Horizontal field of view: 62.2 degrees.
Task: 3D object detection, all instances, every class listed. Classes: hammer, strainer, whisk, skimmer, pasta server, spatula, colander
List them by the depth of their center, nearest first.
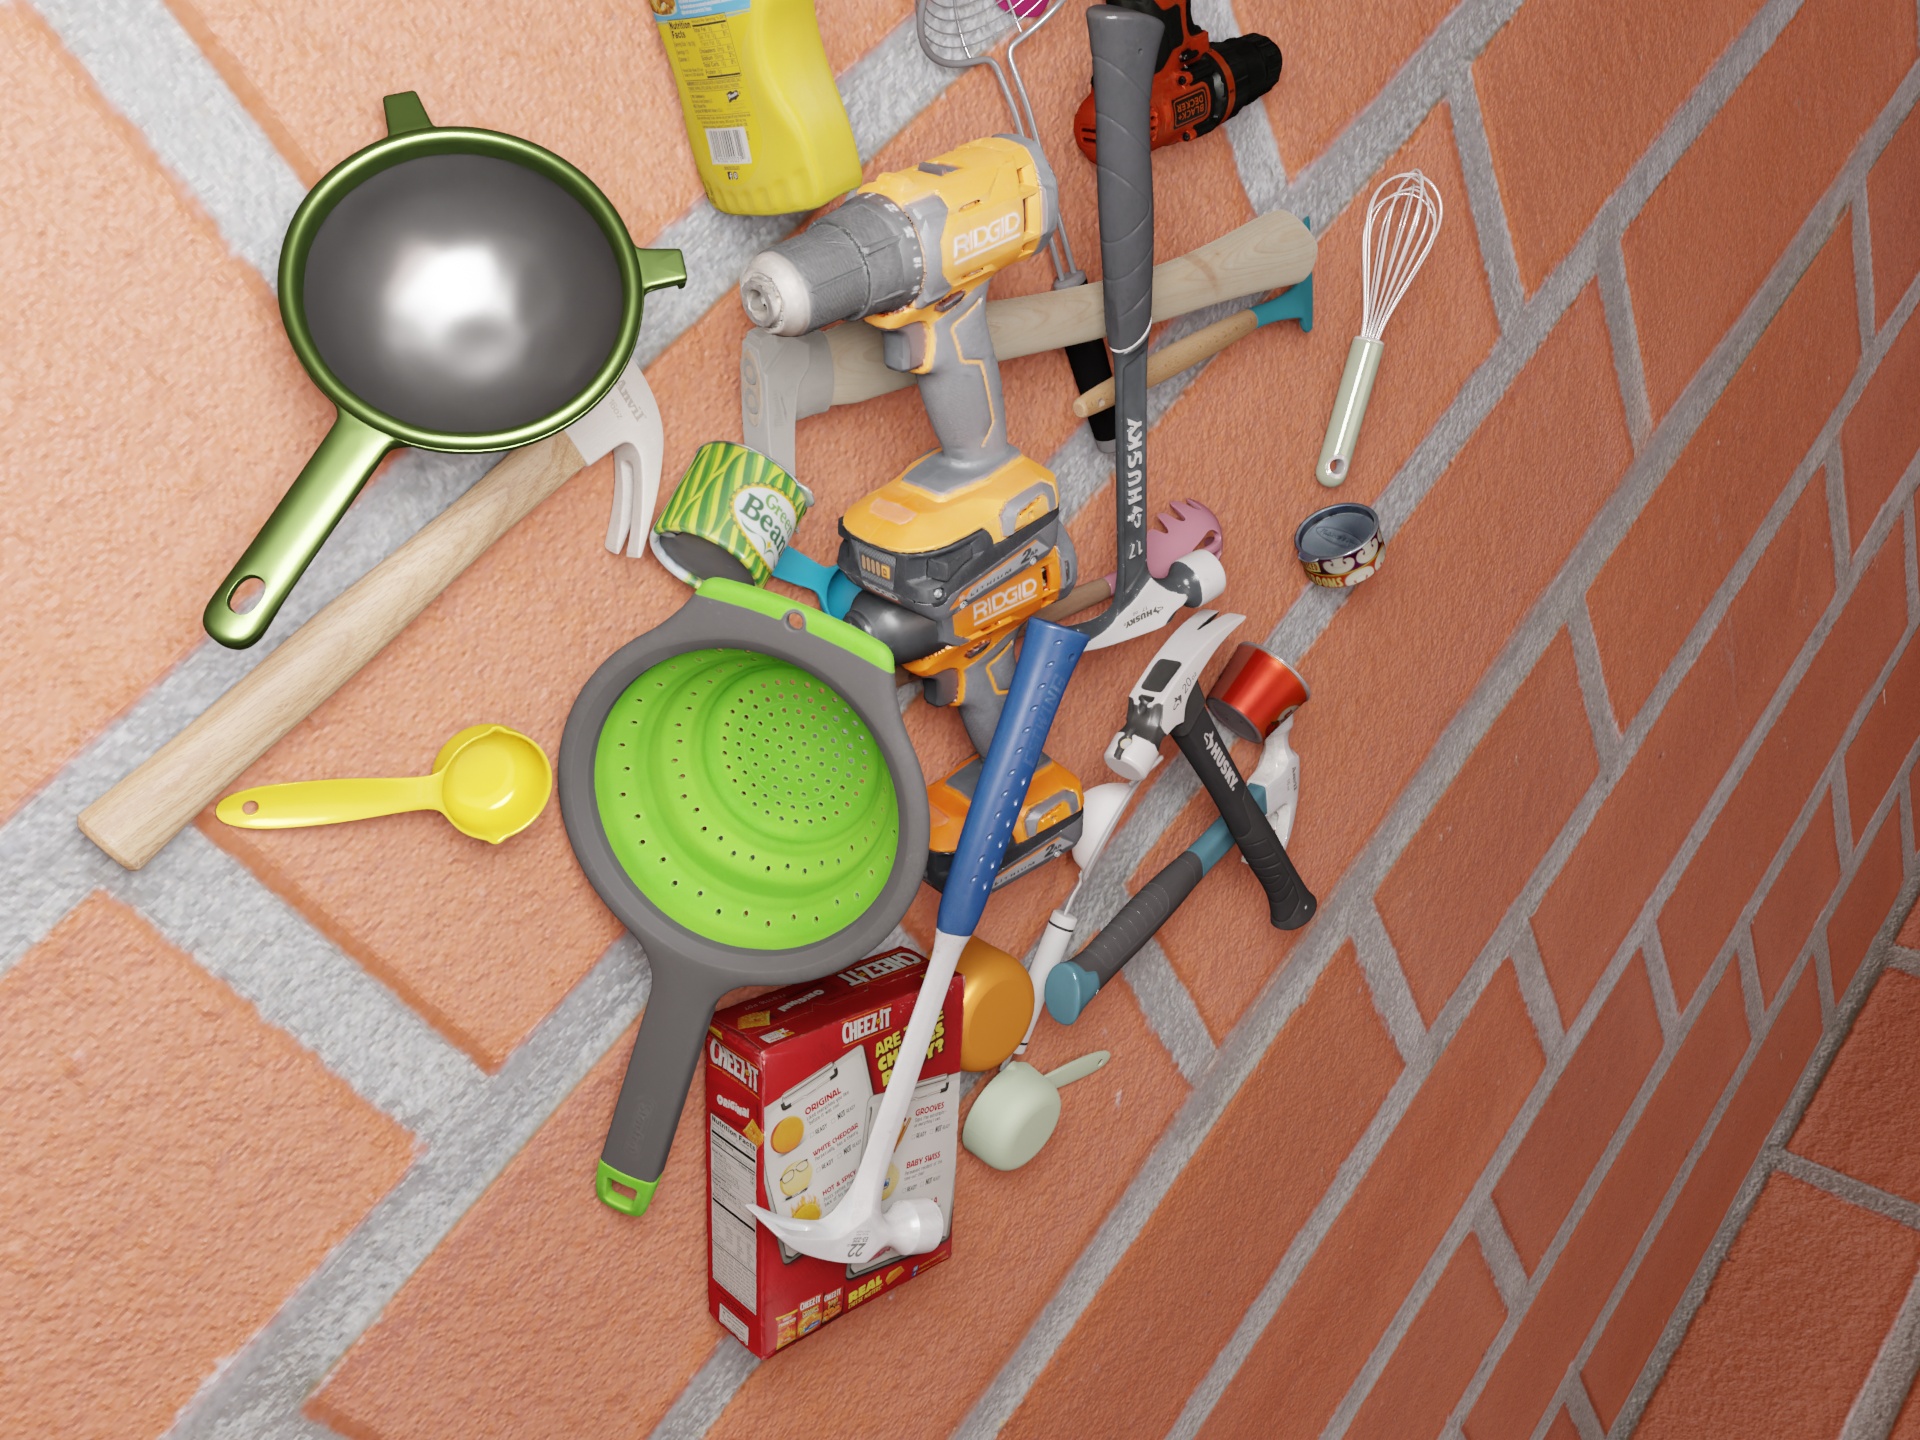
[{"bbox_3d":[-0.242,-0.135,0.694,0.151,0.069,0.256,30,76,-4],"label":"strainer"},{"bbox_3d":[-0.266,-0.057,0.749,0.331,0.031,0.129,-48,131,-21],"label":"hammer"},{"bbox_3d":[-0.130,0.103,0.892,0.094,0.204,0.397,-53,164,-67],"label":"colander"},{"bbox_3d":[0.065,-0.311,0.941,0.127,0.090,0.362,-33,127,-16],"label":"skimmer"},{"bbox_3d":[-0.011,0.135,0.941,0.144,0.035,0.405,12,99,-45],"label":"hammer"},{"bbox_3d":[0.096,-0.211,0.942,0.149,0.036,0.408,-28,135,-23],"label":"hammer"},{"bbox_3d":[0.055,-0.229,0.944,0.410,0.038,0.146,-21,131,-29],"label":"hammer"},{"bbox_3d":[0.072,-0.083,1.078,0.316,0.040,0.060,-25,120,-32],"label":"pasta server"},{"bbox_3d":[0.172,-0.264,1.082,0.317,0.044,0.082,-33,127,-37],"label":"spatula"},{"bbox_3d":[0.075,0.136,1.143,0.087,0.050,0.258,-11,123,-79],"label":"strainer"},{"bbox_3d":[0.208,0.058,1.184,0.146,0.035,0.334,-59,139,-20],"label":"hammer"},{"bbox_3d":[0.168,0.116,1.207,0.331,0.033,0.128,-38,129,-39],"label":"hammer"},{"bbox_3d":[0.318,-0.301,1.231,0.057,0.059,0.246,12,101,-9],"label":"whisk"}]

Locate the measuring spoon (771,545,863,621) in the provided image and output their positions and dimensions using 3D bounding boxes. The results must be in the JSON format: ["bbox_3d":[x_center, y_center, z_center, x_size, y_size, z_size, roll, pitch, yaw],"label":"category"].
[{"bbox_3d":[-0.100,-0.088,0.916,0.128,0.021,0.042,24,82,-37],"label":"measuring spoon"}]

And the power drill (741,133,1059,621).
[{"bbox_3d":[-0.025,-0.166,0.813,0.185,0.084,0.226,-35,136,-35],"label":"power drill"}]

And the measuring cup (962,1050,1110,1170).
[{"bbox_3d":[0.071,0.283,1.183,0.167,0.038,0.083,-12,125,-46],"label":"measuring cup"}]

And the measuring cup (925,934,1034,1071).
[{"bbox_3d":[0.015,0.157,1.081,0.095,0.052,0.173,-7,111,-43],"label":"measuring cup"}]

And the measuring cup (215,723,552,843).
[{"bbox_3d":[-0.280,0.033,0.778,0.156,0.029,0.062,-5,108,-31],"label":"measuring cup"}]

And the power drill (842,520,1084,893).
[{"bbox_3d":[-0.002,-0.003,0.973,0.164,0.084,0.226,-26,127,-29],"label":"power drill"}]

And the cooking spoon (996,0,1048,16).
[{"bbox_3d":[0.049,-0.567,0.890,0.068,0.017,0.318,-10,112,-42],"label":"cooking spoon"}]
